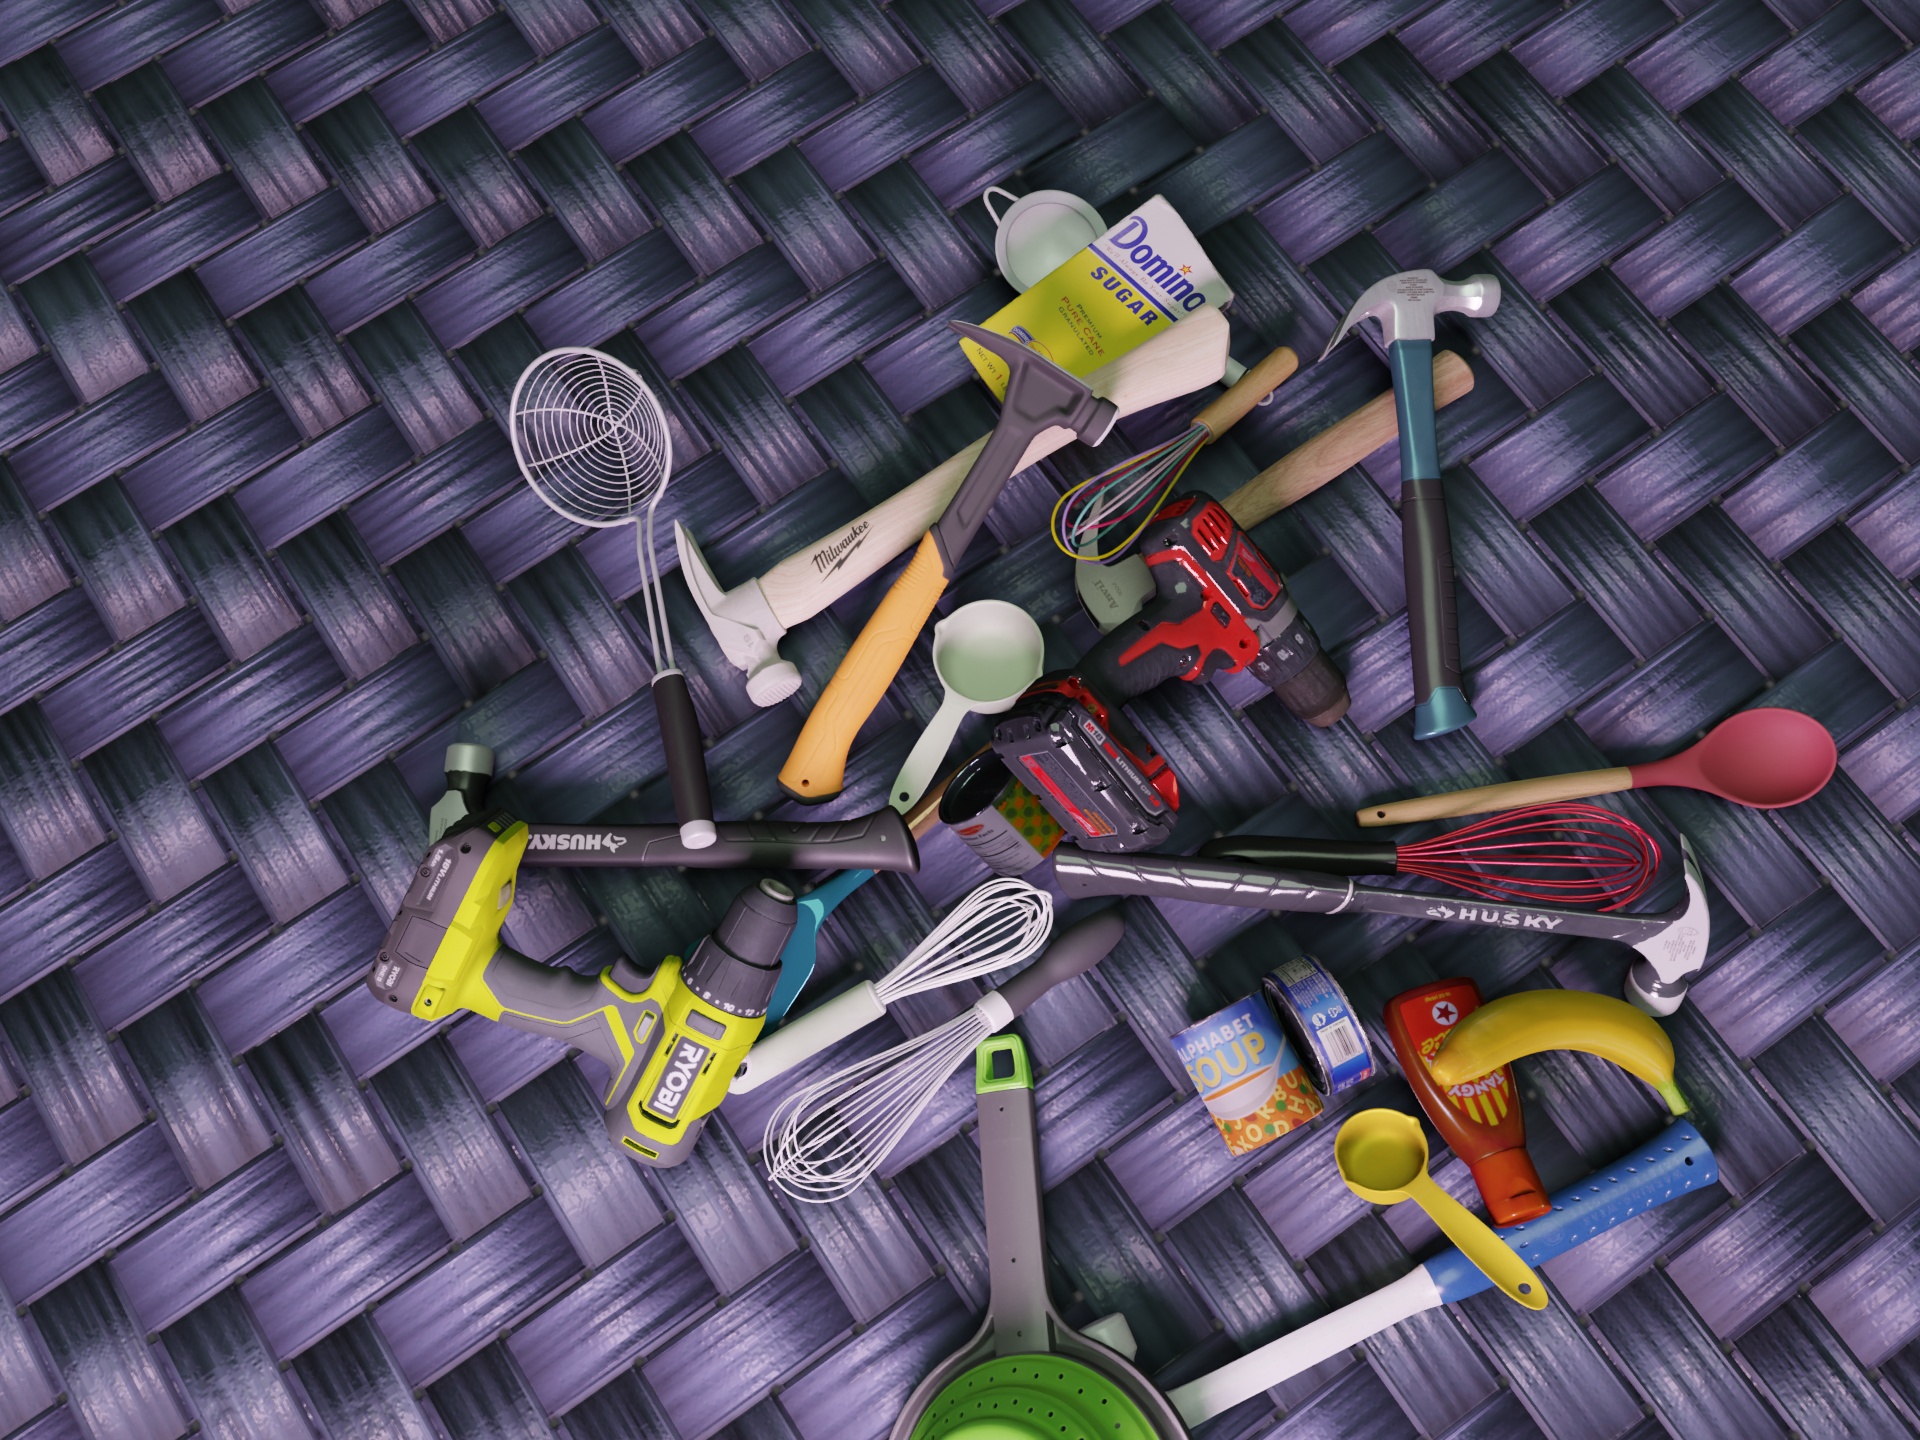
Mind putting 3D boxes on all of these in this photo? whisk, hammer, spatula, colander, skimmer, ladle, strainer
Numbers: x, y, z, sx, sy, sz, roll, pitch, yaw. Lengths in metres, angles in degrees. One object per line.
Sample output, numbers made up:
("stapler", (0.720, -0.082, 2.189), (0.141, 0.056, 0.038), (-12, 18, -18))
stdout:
("whisk", (-0.004, 0.203, 1.005), (0.284, 0.070, 0.070), (-33, 76, -22))
("hammer", (0.283, 0.357, 0.978), (0.405, 0.035, 0.144), (-24, 75, -5))
("hammer", (0.322, -0.151, 1.101), (0.128, 0.033, 0.331), (-1, 82, -7))
("whisk", (-0.048, 0.175, 1.029), (0.246, 0.059, 0.058), (-30, 59, 2))
("hammer", (-0.001, -0.175, 1.102), (0.410, 0.038, 0.146), (-31, 76, 3))
("spatula", (-0.044, 0.082, 1.074), (0.317, 0.044, 0.082), (-40, 76, -14))
("colander", (0.027, 0.377, 0.929), (0.204, 0.094, 0.397), (-13, 66, 18))
("hammer", (0.224, -0.168, 1.131), (0.331, 0.031, 0.130), (-34, 76, -8))
("whisk", (0.151, -0.191, 1.101), (0.047, 0.051, 0.245), (32, 63, 34))
("skimmer", (-0.228, -0.086, 1.065), (0.127, 0.090, 0.364), (-31, 60, 27))
("hammer", (-0.033, -0.095, 1.056), (0.127, 0.034, 0.337), (30, 95, -9))
("hammer", (-0.191, 0.087, 1.047), (0.335, 0.035, 0.146), (-1, 73, 10))
("ladle", (0.423, 0.043, 1.068), (0.315, 0.031, 0.069), (-9, 72, 1))
("hammer", (0.261, 0.112, 1.014), (0.409, 0.149, 0.036), (5, 48, 10))
("whisk", (0.305, 0.090, 1.044), (0.296, 0.073, 0.073), (-1, 74, 7))
("strainer", (0.122, -0.306, 1.170), (0.258, 0.050, 0.087), (36, 83, 5))

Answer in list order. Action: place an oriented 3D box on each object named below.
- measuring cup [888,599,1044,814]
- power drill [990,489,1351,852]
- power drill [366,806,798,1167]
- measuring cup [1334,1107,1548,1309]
("measuring cup", (-0.002, -0.003, 1.086), (0.083, 0.038, 0.167), (27, 77, 14))
("power drill", (0.148, -0.015, 1.031), (0.187, 0.080, 0.227), (48, 65, -15))
("power drill", (-0.227, 0.148, 0.989), (0.228, 0.080, 0.190), (27, 100, -4))
("measuring cup", (0.292, 0.301, 0.965), (0.062, 0.029, 0.157), (-35, 49, -13))
